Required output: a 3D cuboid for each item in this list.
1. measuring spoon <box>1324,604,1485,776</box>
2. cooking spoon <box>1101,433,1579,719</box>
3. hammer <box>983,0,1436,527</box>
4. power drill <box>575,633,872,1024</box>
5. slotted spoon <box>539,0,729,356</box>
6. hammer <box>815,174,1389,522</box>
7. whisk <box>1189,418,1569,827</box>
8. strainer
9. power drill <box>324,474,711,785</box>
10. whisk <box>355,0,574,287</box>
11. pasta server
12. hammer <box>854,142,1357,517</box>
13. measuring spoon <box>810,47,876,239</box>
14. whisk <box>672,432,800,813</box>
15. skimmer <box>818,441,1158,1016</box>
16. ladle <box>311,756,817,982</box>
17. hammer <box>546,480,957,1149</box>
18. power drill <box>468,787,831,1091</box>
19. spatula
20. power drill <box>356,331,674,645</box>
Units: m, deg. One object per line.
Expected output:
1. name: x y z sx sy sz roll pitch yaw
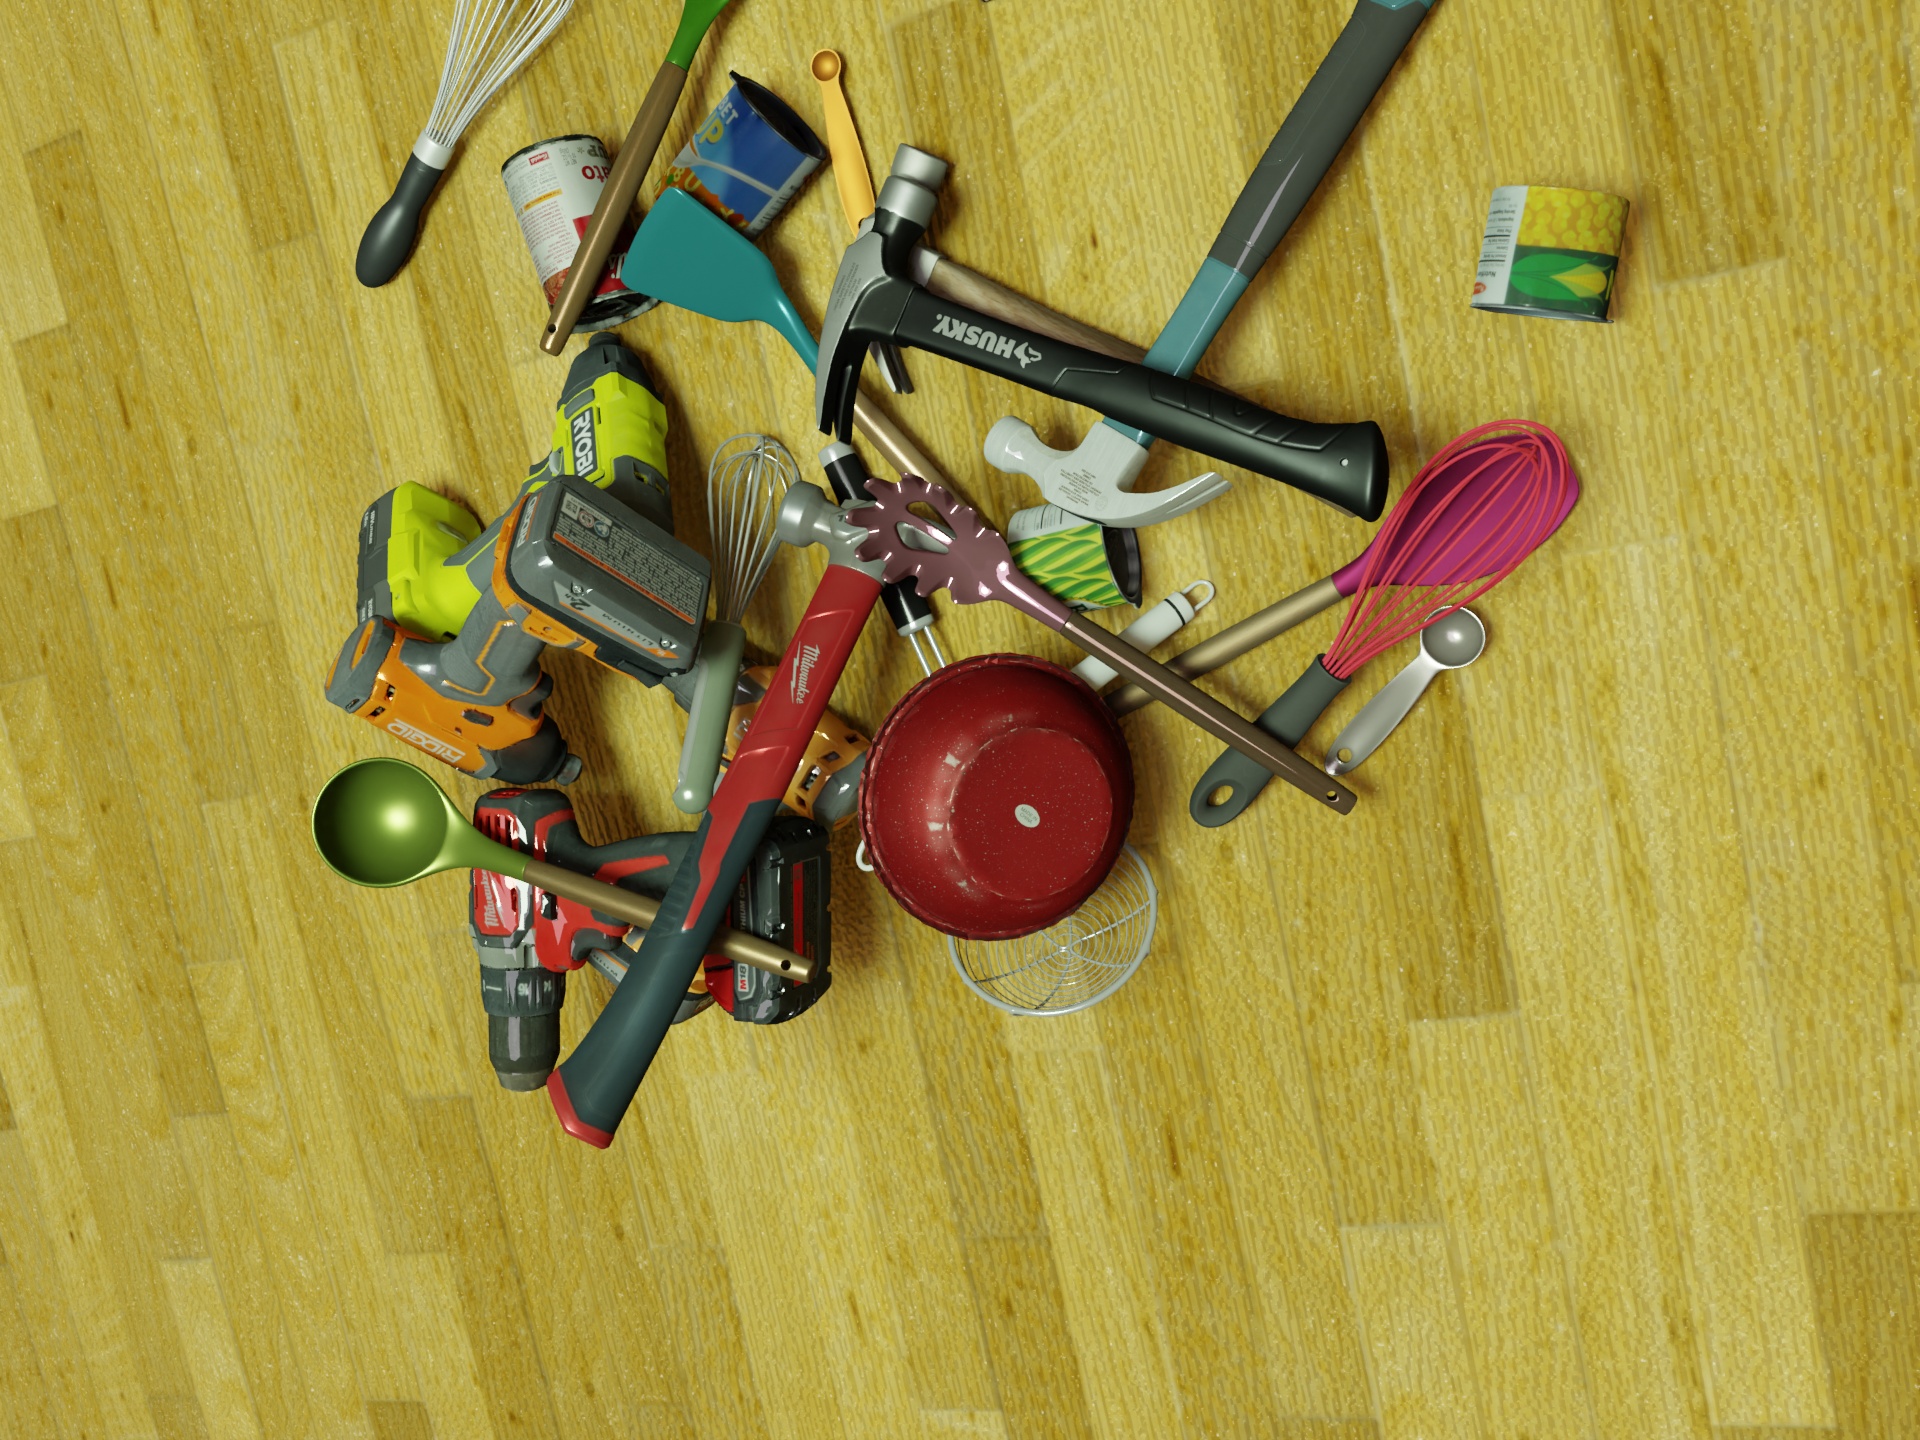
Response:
1. measuring spoon: 0.244 -0.015 0.883 0.034 0.018 0.124 43 119 12
2. cooking spoon: 0.188 -0.063 0.890 0.319 0.017 0.068 -29 103 24
3. hammer: 0.146 -0.248 0.830 0.128 0.033 0.331 37 101 24
4. power drill: -0.176 0.058 1.027 0.185 0.084 0.226 38 107 11
5. slotted spoon: -0.179 -0.360 0.934 0.070 0.031 0.314 26 94 16
6. hammer: 0.066 -0.171 0.825 0.335 0.035 0.146 26 96 26
7. whisk: 0.213 -0.041 0.853 0.073 0.073 0.295 42 123 9
8. strainer: 0.040 -0.003 0.901 0.258 0.050 0.087 -37 65 -5
9. power drill: -0.248 -0.035 0.939 0.226 0.084 0.164 -29 132 35
10. whisk: -0.320 -0.389 1.006 0.070 0.070 0.284 45 117 8
11. pasta server: 0.080 -0.037 0.865 0.316 0.040 0.060 33 107 2
12. hammer: 0.081 -0.199 0.898 0.331 0.031 0.130 29 109 14
13. measuring spoon: -0.066 -0.337 0.942 0.021 0.011 0.117 -10 100 20
14. whisk: -0.139 -0.062 0.950 0.058 0.059 0.246 -29 48 60
15. skimmer: -0.001 -0.003 0.938 0.127 0.090 0.363 -25 89 2
16. ladle: -0.230 0.094 0.905 0.320 0.062 0.078 16 90 18
17. hammer: -0.105 0.053 0.871 0.143 0.038 0.386 21 73 12
18. power drill: -0.196 0.137 0.961 0.227 0.080 0.188 1 93 19
19. spatula: -0.067 -0.180 0.940 0.317 0.044 0.082 47 135 0
20. power drill: -0.278 -0.136 1.008 0.223 0.080 0.171 -29 54 24
